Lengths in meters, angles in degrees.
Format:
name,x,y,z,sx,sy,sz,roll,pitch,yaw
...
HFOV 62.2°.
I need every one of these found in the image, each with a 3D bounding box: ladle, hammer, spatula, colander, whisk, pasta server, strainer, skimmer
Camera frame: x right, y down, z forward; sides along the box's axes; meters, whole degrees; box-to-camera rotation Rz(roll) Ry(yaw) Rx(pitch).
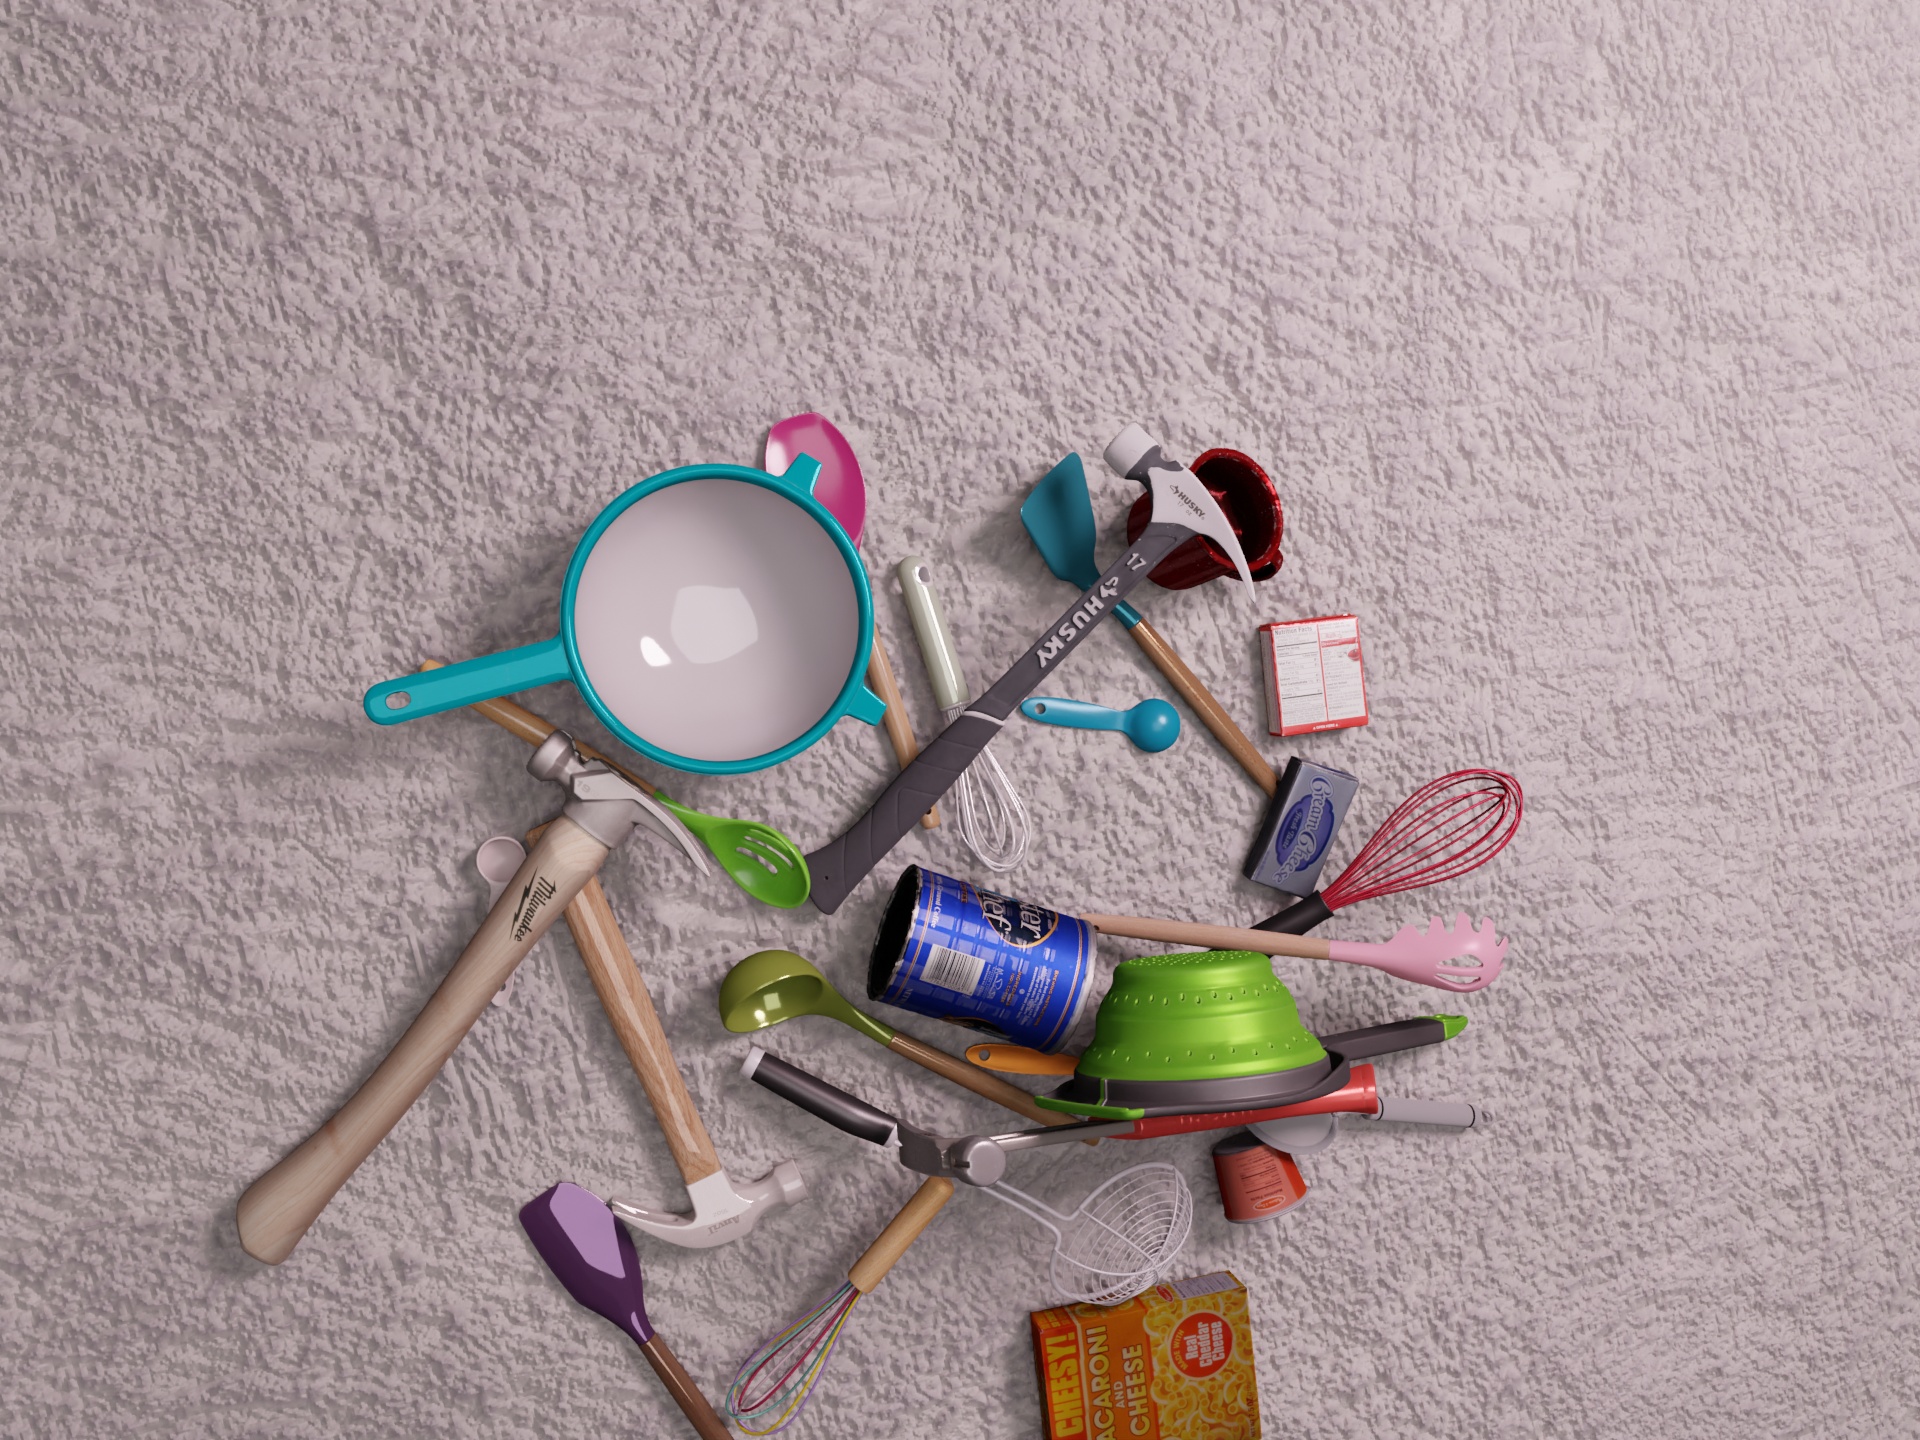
name,x,y,z,sx,sy,sz,roll,pitch,yaw
ladle,-0.031,0.255,1.173,0.320,0.062,0.078,29,126,-15
hammer,0.138,0.283,1.133,0.359,0.149,0.037,-3,83,-22
spatula,-0.213,0.469,1.159,0.060,0.018,0.316,-33,97,-7
colander,0.232,0.211,1.164,0.397,0.204,0.094,-1,84,-35
hammer,-0.232,0.225,1.141,0.130,0.031,0.331,-24,96,-11
whisk,-0.090,0.419,1.150,0.051,0.047,0.245,36,97,-23
hammer,0.034,-0.012,1.130,0.149,0.036,0.409,45,100,7
hammer,-0.345,0.209,1.094,0.146,0.038,0.410,38,90,-6
whisk,0.293,0.127,1.207,0.296,0.073,0.073,-34,99,10
pasta server,0.246,0.164,1.186,0.316,0.040,0.060,5,111,8
strainer,-0.231,-0.050,1.094,0.340,0.095,0.211,-16,92,-14
strainer,0.315,0.300,1.245,0.258,0.087,0.050,10,131,-22
skimmer,0.005,0.326,1.191,0.363,0.090,0.127,28,100,-2
spatula,0.154,-0.057,1.206,0.317,0.044,0.082,48,55,-11
whisk,-0.002,-0.004,1.177,0.058,0.059,0.246,-19,92,-47

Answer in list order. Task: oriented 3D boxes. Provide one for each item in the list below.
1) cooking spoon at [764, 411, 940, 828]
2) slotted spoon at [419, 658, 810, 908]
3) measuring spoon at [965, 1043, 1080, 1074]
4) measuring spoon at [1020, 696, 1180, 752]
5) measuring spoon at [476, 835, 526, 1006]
name,x,y,z,sx,sy,sz,roll,pitch,yaw
cooking spoon,-0.071,-0.071,1.171,0.068,0.017,0.319,-19,95,-11
slotted spoon,-0.241,0.041,1.130,0.313,0.070,0.031,31,42,-7
measuring spoon,0.061,0.260,1.216,0.117,0.011,0.021,8,93,-8
measuring spoon,0.109,-0.002,1.208,0.128,0.021,0.042,8,90,-13
measuring spoon,-0.326,0.142,1.129,0.034,0.018,0.124,2,98,-9
